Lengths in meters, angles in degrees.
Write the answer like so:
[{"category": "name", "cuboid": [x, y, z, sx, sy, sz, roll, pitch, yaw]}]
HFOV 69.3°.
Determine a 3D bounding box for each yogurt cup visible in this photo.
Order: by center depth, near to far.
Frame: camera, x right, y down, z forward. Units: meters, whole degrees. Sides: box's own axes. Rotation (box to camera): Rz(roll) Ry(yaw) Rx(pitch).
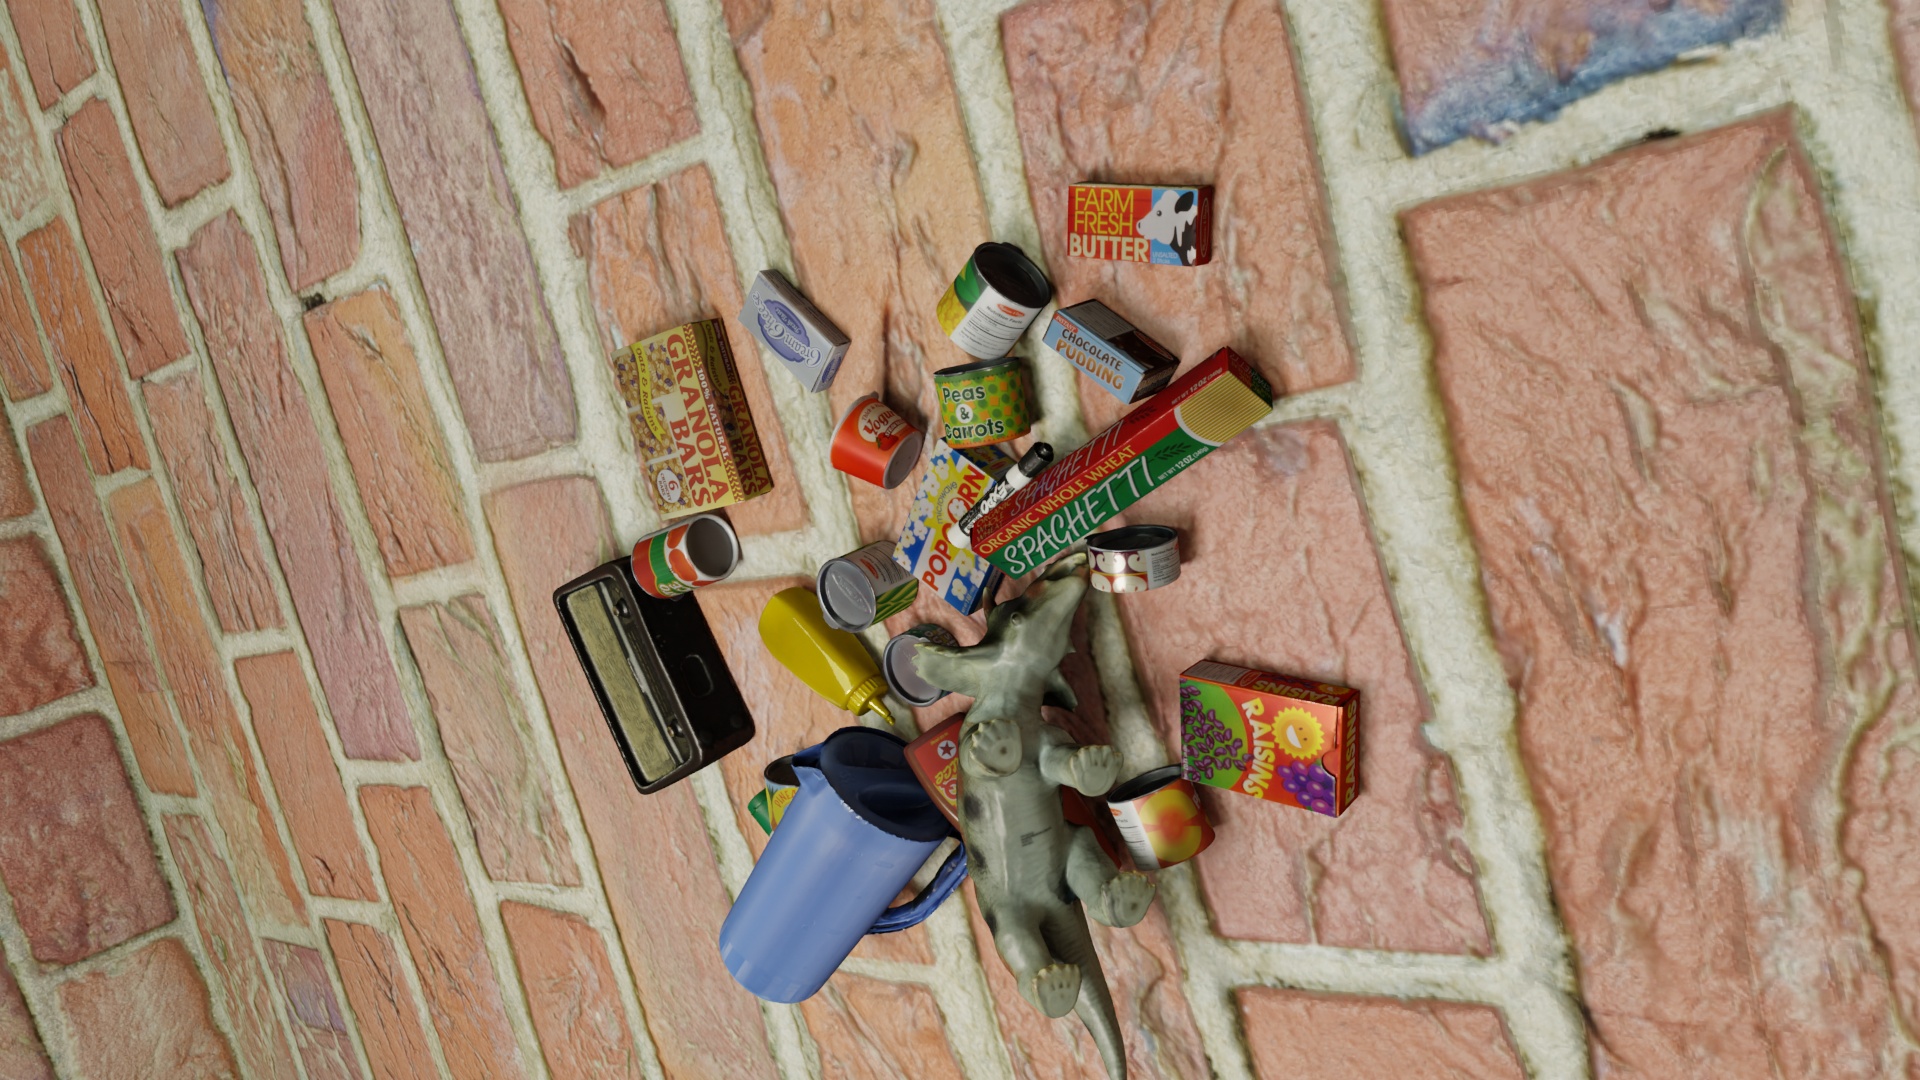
[{"category": "yogurt cup", "cuboid": [-0.067, -0.077, 1.131, 0.054, 0.073, 0.072, 30, 123, 18]}]

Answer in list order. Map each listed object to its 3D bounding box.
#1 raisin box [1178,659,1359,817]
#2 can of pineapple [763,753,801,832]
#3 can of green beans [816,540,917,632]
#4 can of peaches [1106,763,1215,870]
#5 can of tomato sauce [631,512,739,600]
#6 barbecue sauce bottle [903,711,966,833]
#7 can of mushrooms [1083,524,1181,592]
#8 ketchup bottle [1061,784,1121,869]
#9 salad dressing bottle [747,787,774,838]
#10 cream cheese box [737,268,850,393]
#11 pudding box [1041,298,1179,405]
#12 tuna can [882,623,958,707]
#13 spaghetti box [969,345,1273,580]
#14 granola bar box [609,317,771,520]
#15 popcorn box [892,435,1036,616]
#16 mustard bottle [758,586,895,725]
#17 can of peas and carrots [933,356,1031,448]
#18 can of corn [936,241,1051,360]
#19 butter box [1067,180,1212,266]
[{"category": "raisin box", "cuboid": [0.219, 0.139, 0.991, 0.123, 0.040, 0.085, 9, 110, 36]}, {"category": "can of pineapple", "cuboid": [-0.149, 0.240, 1.302, 0.071, 0.071, 0.057, 9, 112, 36]}, {"category": "can of green beans", "cuboid": [-0.079, 0.038, 1.183, 0.071, 0.058, 0.071, 14, 114, 35]}, {"category": "can of peaches", "cuboid": [0.154, 0.209, 1.051, 0.071, 0.071, 0.058, -23, 91, 41]}, {"category": "can of tomato sauce", "cuboid": [-0.260, 0.017, 1.315, 0.083, 0.071, 0.071, -18, 94, 40]}, {"category": "barbecue sauce bottle", "cuboid": [0.016, 0.221, 1.166, 0.148, 0.065, 0.043, 56, 169, 10]}, {"category": "can of mushrooms", "cuboid": [0.124, 0.013, 1.005, 0.071, 0.071, 0.033, 3, 109, 38]}, {"category": "ketchup bottle", "cuboid": [0.070, 0.215, 1.134, 0.149, 0.044, 0.064, 59, 140, 7]}, {"category": "salad dressing bottle", "cuboid": [-0.148, 0.302, 1.341, 0.148, 0.044, 0.064, 47, 133, 18]}, {"category": "cream cheese box", "cuboid": [-0.142, -0.179, 1.180, 0.104, 0.024, 0.053, 45, 128, 18]}, {"category": "pudding box", "cuboid": [0.106, -0.134, 0.979, 0.084, 0.050, 0.030, 40, 128, 21]}, {"category": "tuna can", "cuboid": [-0.030, 0.104, 1.183, 0.071, 0.033, 0.070, 14, 114, 35]}, {"category": "spaghetti box", "cuboid": [0.108, -0.049, 0.986, 0.050, 0.029, 0.249, 35, 128, -27]}, {"category": "granola bar box", "cuboid": [-0.248, -0.110, 1.280, 0.124, 0.039, 0.165, -11, 98, 41]}, {"category": "popcorn box", "cuboid": [0.004, -0.014, 1.110, 0.085, 0.038, 0.126, 38, 125, 22]}, {"category": "mustard bottle", "cuboid": [-0.112, 0.111, 1.241, 0.160, 0.049, 0.065, 43, 128, 19]}, {"category": "can of peas and carrots", "cuboid": [0.016, -0.104, 1.048, 0.071, 0.071, 0.058, -1, 105, 39]}, {"category": "can of corn", "cuboid": [0.024, -0.177, 1.022, 0.071, 0.071, 0.058, 51, 130, 13]}, {"category": "butter box", "cuboid": [0.122, -0.218, 0.954, 0.103, 0.024, 0.053, 12, 112, 35]}]
